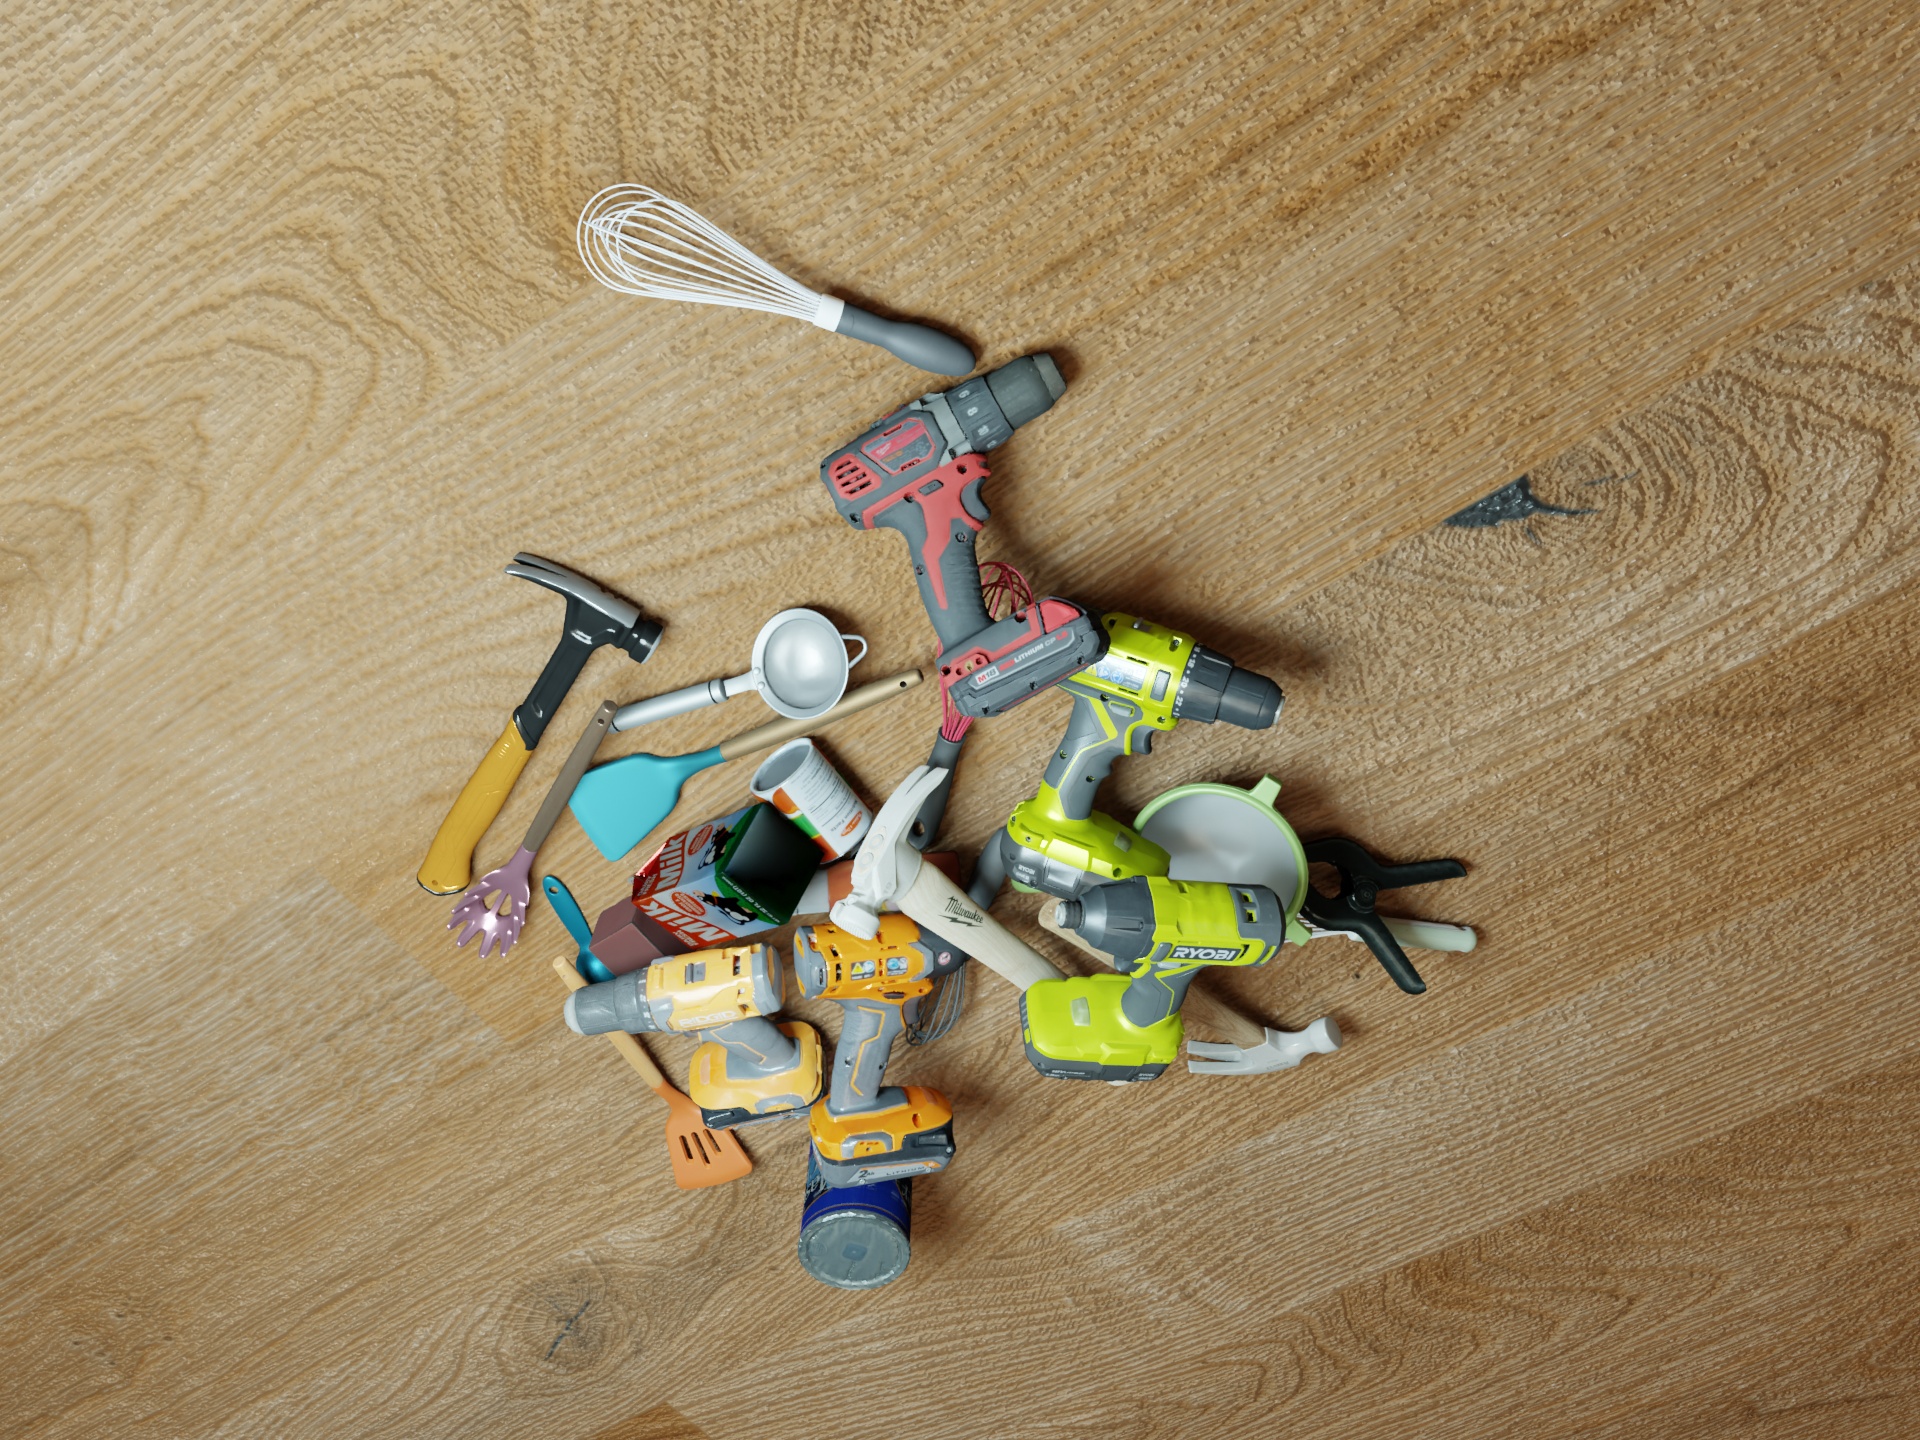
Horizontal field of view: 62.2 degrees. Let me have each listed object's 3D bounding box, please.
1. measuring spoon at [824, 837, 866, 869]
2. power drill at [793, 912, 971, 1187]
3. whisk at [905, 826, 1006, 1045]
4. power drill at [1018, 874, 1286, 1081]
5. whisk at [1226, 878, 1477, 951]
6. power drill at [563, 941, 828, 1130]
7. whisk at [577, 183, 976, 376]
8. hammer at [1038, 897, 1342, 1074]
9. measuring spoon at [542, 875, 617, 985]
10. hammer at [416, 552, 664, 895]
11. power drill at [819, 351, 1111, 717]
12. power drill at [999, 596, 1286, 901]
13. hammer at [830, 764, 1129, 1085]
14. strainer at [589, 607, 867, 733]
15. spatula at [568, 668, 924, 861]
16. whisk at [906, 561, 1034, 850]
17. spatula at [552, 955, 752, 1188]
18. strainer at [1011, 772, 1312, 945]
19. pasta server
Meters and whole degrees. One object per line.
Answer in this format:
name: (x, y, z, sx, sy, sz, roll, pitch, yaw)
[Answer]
measuring spoon: (-0.115, 0.128, 1.371, 0.124, 0.018, 0.034, -25, 141, 22)
power drill: (-0.055, 0.272, 1.354, 0.164, 0.084, 0.226, -6, 107, -16)
whisk: (0.002, 0.192, 1.392, 0.055, 0.055, 0.239, 18, 116, -10)
power drill: (0.131, 0.198, 1.242, 0.171, 0.080, 0.223, 5, 141, -15)
whisk: (0.334, 0.177, 1.380, 0.246, 0.058, 0.059, 8, 92, -10)
power drill: (-0.223, 0.277, 1.386, 0.185, 0.084, 0.226, -12, 141, 6)
whisk: (-0.121, -0.290, 1.089, 0.284, 0.070, 0.070, 17, 121, -15)
hammer: (0.185, 0.234, 1.379, 0.130, 0.031, 0.331, -30, 131, 34)
measuring spoon: (-0.339, 0.191, 1.404, 0.042, 0.021, 0.128, -15, 122, 10)
hammer: (-0.370, 0.019, 1.289, 0.127, 0.034, 0.336, 30, 118, -13)
power drill: (0.026, -0.133, 1.128, 0.188, 0.080, 0.227, -28, 86, 9)
power drill: (0.133, 0.033, 1.236, 0.190, 0.080, 0.228, 19, 115, 12)
hammer: (0.054, 0.198, 1.350, 0.038, 0.146, 0.410, 9, 154, 46)
strainer: (-0.183, -0.027, 1.259, 0.258, 0.050, 0.087, -15, 88, 17)
spatula: (-0.170, 0.024, 1.277, 0.317, 0.044, 0.082, -22, 109, 20)
whisk: (-0.002, -0.004, 1.263, 0.073, 0.073, 0.295, 13, 127, -8)
spatula: (-0.291, 0.326, 1.463, 0.081, 0.041, 0.322, -17, 130, 11)
strainer: (0.169, 0.116, 1.339, 0.256, 0.069, 0.151, -7, 109, 26)
pasta server: (-0.347, 0.092, 1.308, 0.060, 0.040, 0.316, 30, 128, -11)
